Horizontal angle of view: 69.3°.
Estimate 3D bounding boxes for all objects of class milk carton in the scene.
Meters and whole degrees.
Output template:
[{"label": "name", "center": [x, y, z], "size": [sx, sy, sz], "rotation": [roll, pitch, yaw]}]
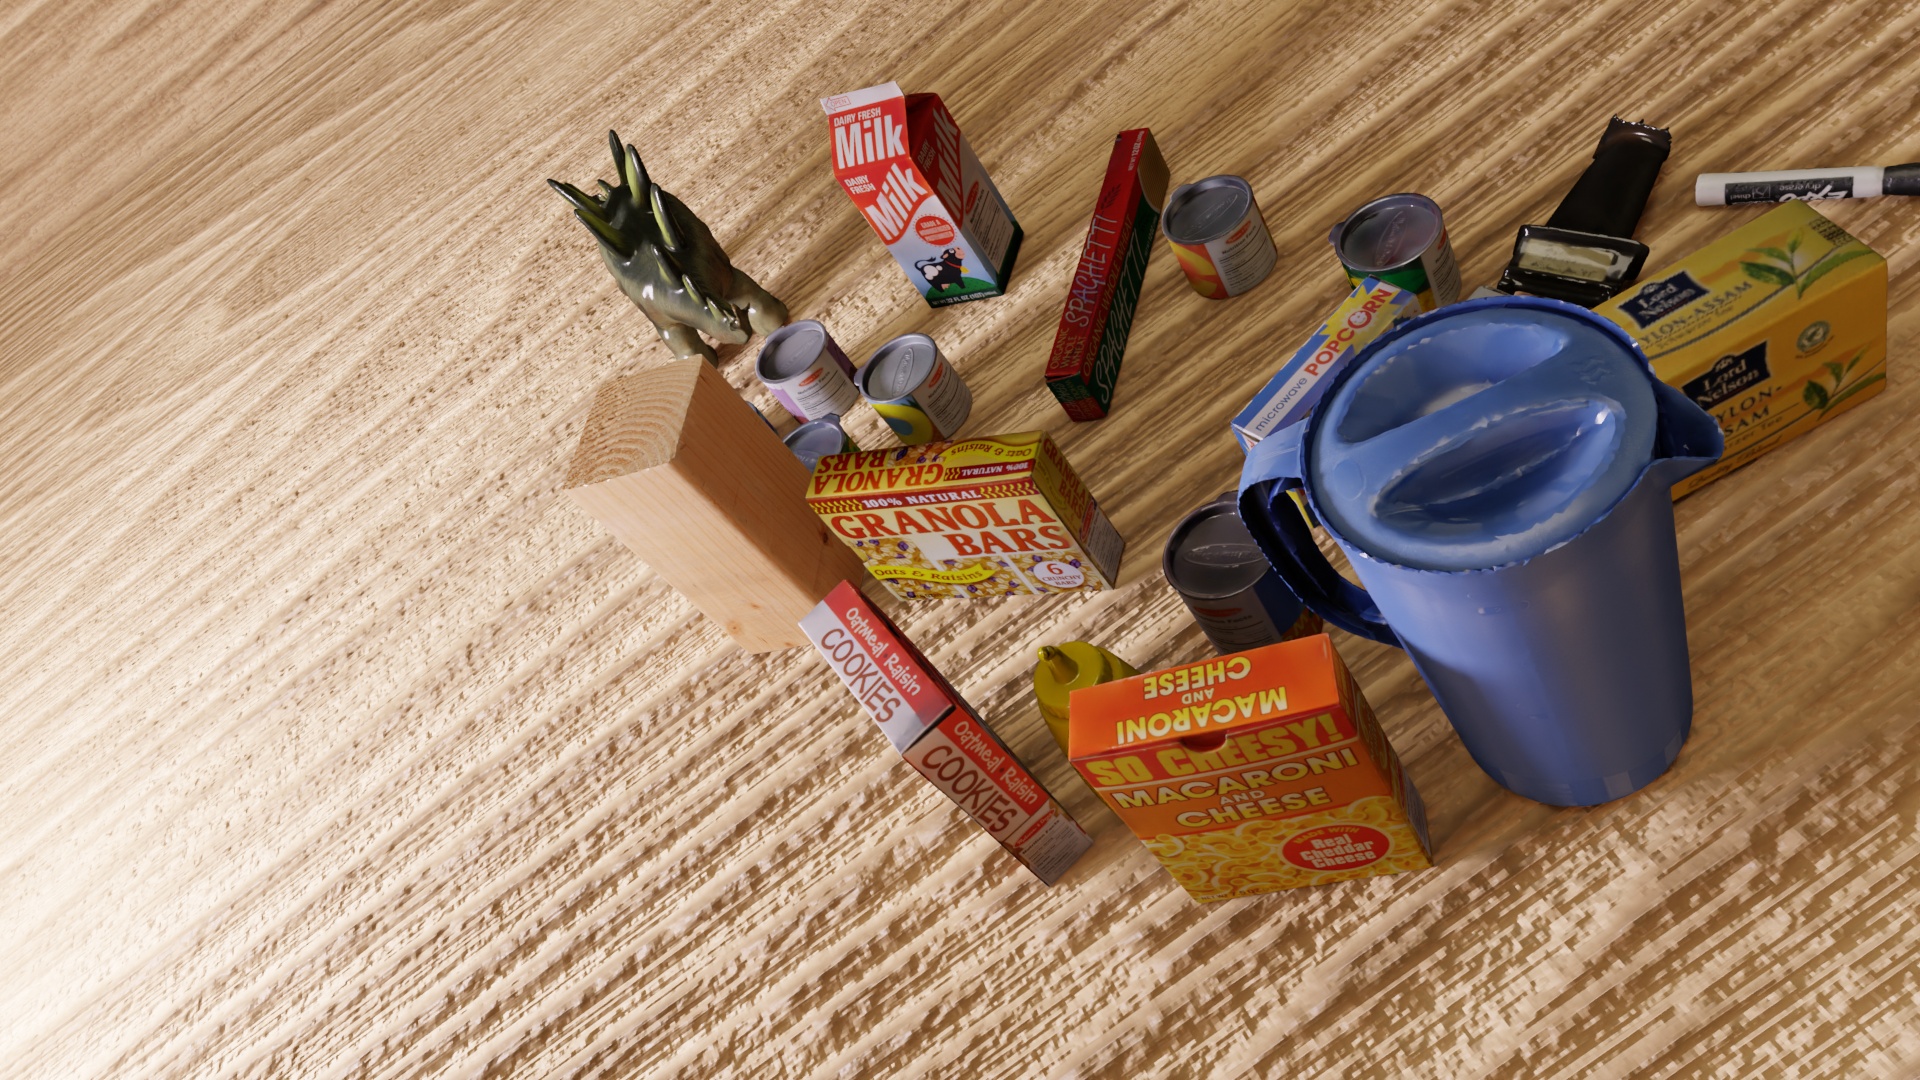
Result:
[{"label": "milk carton", "center": [-0.030, -0.272, 1.068], "size": [0.072, 0.190, 0.074], "rotation": [-3, 54, 32]}]

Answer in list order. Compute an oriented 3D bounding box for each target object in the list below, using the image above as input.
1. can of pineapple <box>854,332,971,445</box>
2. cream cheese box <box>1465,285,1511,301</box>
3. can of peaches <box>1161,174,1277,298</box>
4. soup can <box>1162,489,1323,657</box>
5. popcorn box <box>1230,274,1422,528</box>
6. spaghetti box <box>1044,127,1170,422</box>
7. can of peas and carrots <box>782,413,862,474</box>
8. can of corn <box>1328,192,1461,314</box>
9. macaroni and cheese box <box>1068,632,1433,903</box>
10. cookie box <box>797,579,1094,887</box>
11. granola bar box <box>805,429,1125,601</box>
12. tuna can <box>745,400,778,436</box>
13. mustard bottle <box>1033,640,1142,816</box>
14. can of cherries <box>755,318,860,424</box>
[{"label": "can of pineapple", "center": [-0.034, -0.112, 1.036], "size": [0.071, 0.057, 0.071], "rotation": [-18, 47, 21]}, {"label": "cream cheese box", "center": [0.285, -0.094, 0.810], "size": [0.104, 0.053, 0.024], "rotation": [-46, 44, -7]}, {"label": "can of peaches", "center": [0.181, -0.213, 0.975], "size": [0.071, 0.058, 0.071], "rotation": [-18, 47, 21]}, {"label": "soup can", "center": [0.160, 0.025, 0.775], "size": [0.071, 0.083, 0.072], "rotation": [-18, 47, 21]}, {"label": "popcorn box", "center": [0.224, -0.080, 0.817], "size": [0.127, 0.085, 0.038], "rotation": [-46, 44, -7]}, {"label": "spaghetti box", "center": [0.111, -0.198, 1.015], "size": [0.028, 0.050, 0.251], "rotation": [-4, 54, 32]}, {"label": "can of peas and carrots", "center": [-0.098, -0.049, 1.026], "size": [0.071, 0.058, 0.071], "rotation": [-18, 47, 21]}, {"label": "can of corn", "center": [0.276, -0.176, 0.881], "size": [0.071, 0.058, 0.071], "rotation": [-18, 47, 21]}, {"label": "macaroni and cheese box", "center": [0.140, 0.114, 0.655], "size": [0.123, 0.166, 0.040], "rotation": [-16, 48, 23]}, {"label": "cookie box", "center": [-0.006, 0.106, 0.759], "size": [0.040, 0.167, 0.123], "rotation": [-43, 43, -3]}, {"label": "granola bar box", "center": [0.003, -0.011, 0.880], "size": [0.165, 0.124, 0.039], "rotation": [-5, 54, 31]}, {"label": "tuna can", "center": [-0.183, -0.080, 1.128], "size": [0.071, 0.032, 0.071], "rotation": [-18, 47, 21]}, {"label": "mustard bottle", "center": [0.077, 0.092, 0.720], "size": [0.065, 0.159, 0.049], "rotation": [-40, 43, 0]}, {"label": "can of cherries", "center": [-0.121, -0.135, 1.112], "size": [0.071, 0.058, 0.072], "rotation": [-18, 47, 21]}]
